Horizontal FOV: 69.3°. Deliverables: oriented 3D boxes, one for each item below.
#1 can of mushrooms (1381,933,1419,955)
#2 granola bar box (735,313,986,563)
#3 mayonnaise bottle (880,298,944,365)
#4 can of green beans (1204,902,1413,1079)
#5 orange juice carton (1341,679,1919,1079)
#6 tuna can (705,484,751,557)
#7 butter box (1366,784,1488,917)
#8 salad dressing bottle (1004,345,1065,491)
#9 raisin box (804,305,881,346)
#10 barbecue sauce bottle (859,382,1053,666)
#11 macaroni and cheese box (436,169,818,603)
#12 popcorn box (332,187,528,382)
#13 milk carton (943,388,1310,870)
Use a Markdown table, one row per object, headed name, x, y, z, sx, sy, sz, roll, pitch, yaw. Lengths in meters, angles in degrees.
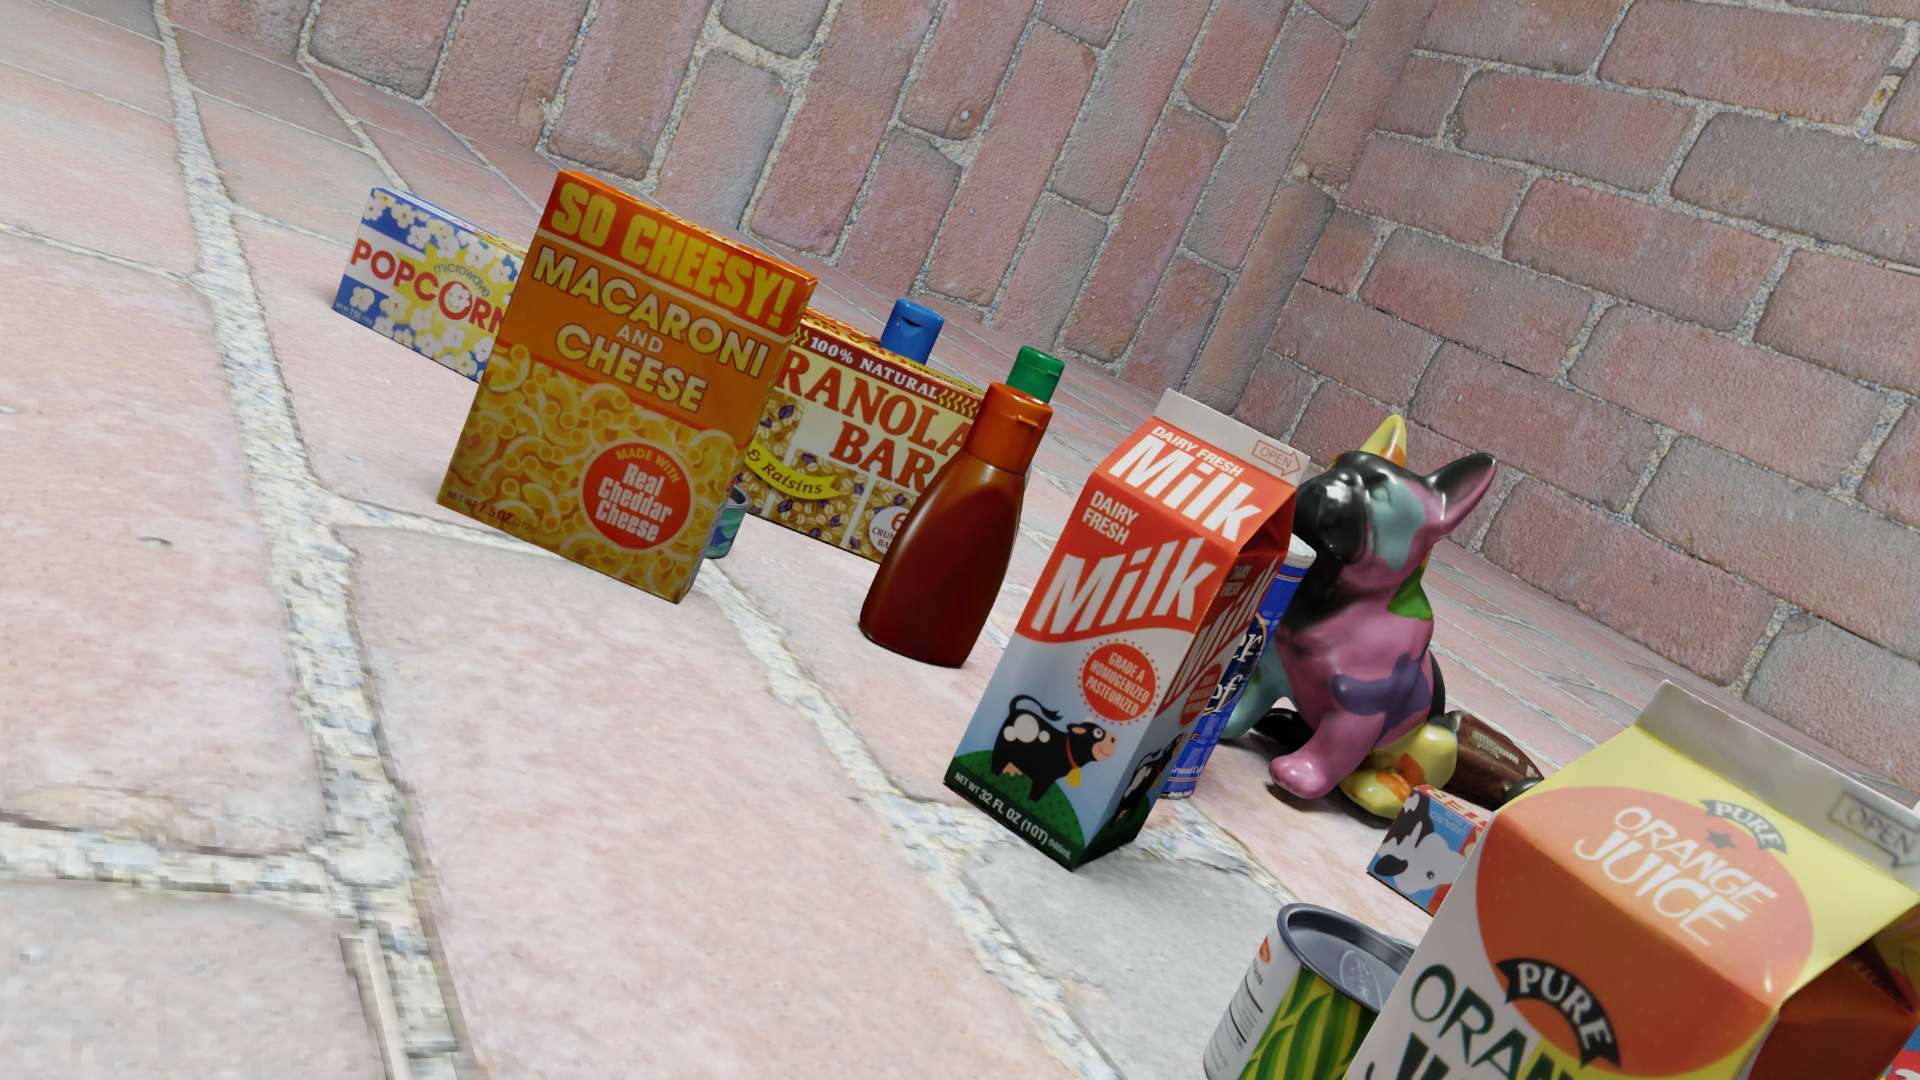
| name | x | y | z | sx | sy | sz | roll | pitch | yaw |
| --- | --- | --- | --- | --- | --- | --- | --- | --- | --- |
| can of mushrooms | 0.176 | 0.184 | 0.529 | 0.071 | 0.033 | 0.071 | 23 | 13 | -5 |
| granola bar box | -0.076 | -0.064 | 0.865 | 0.165 | 0.124 | 0.039 | 22 | 12 | -12 |
| mayonnaise bottle | -0.057 | -0.095 | 0.973 | 0.065 | 0.147 | 0.041 | 25 | 12 | 4 |
| can of green beans | 0.122 | 0.163 | 0.458 | 0.071 | 0.057 | 0.071 | 23 | 12 | -5 |
| orange juice carton | 0.146 | 0.131 | 0.324 | 0.073 | 0.192 | 0.072 | 16 | 15 | -35 |
| tuna can | -0.152 | -0.019 | 0.752 | 0.071 | 0.032 | 0.071 | 23 | 13 | -5 |
| butter box | 0.262 | 0.172 | 0.693 | 0.104 | 0.053 | 0.024 | 32 | 14 | 32 |
| salad dressing bottle | 0.034 | -0.075 | 1.060 | 0.064 | 0.147 | 0.044 | 14 | 16 | -40 |
| raisin box | -0.116 | -0.093 | 0.911 | 0.086 | 0.123 | 0.040 | 27 | 12 | 12 |
| barbecue sauce bottle | 0.003 | -0.009 | 0.732 | 0.065 | 0.148 | 0.044 | 19 | 13 | -24 |
| macaroni and cheese box | -0.156 | -0.071 | 0.652 | 0.124 | 0.166 | 0.040 | 23 | 12 | -5 |
| popcorn box | -0.326 | -0.160 | 0.885 | 0.127 | 0.085 | 0.038 | 26 | 12 | 8 |
| milk carton | 0.074 | 0.035 | 0.588 | 0.072 | 0.190 | 0.073 | 30 | 13 | 25 |
